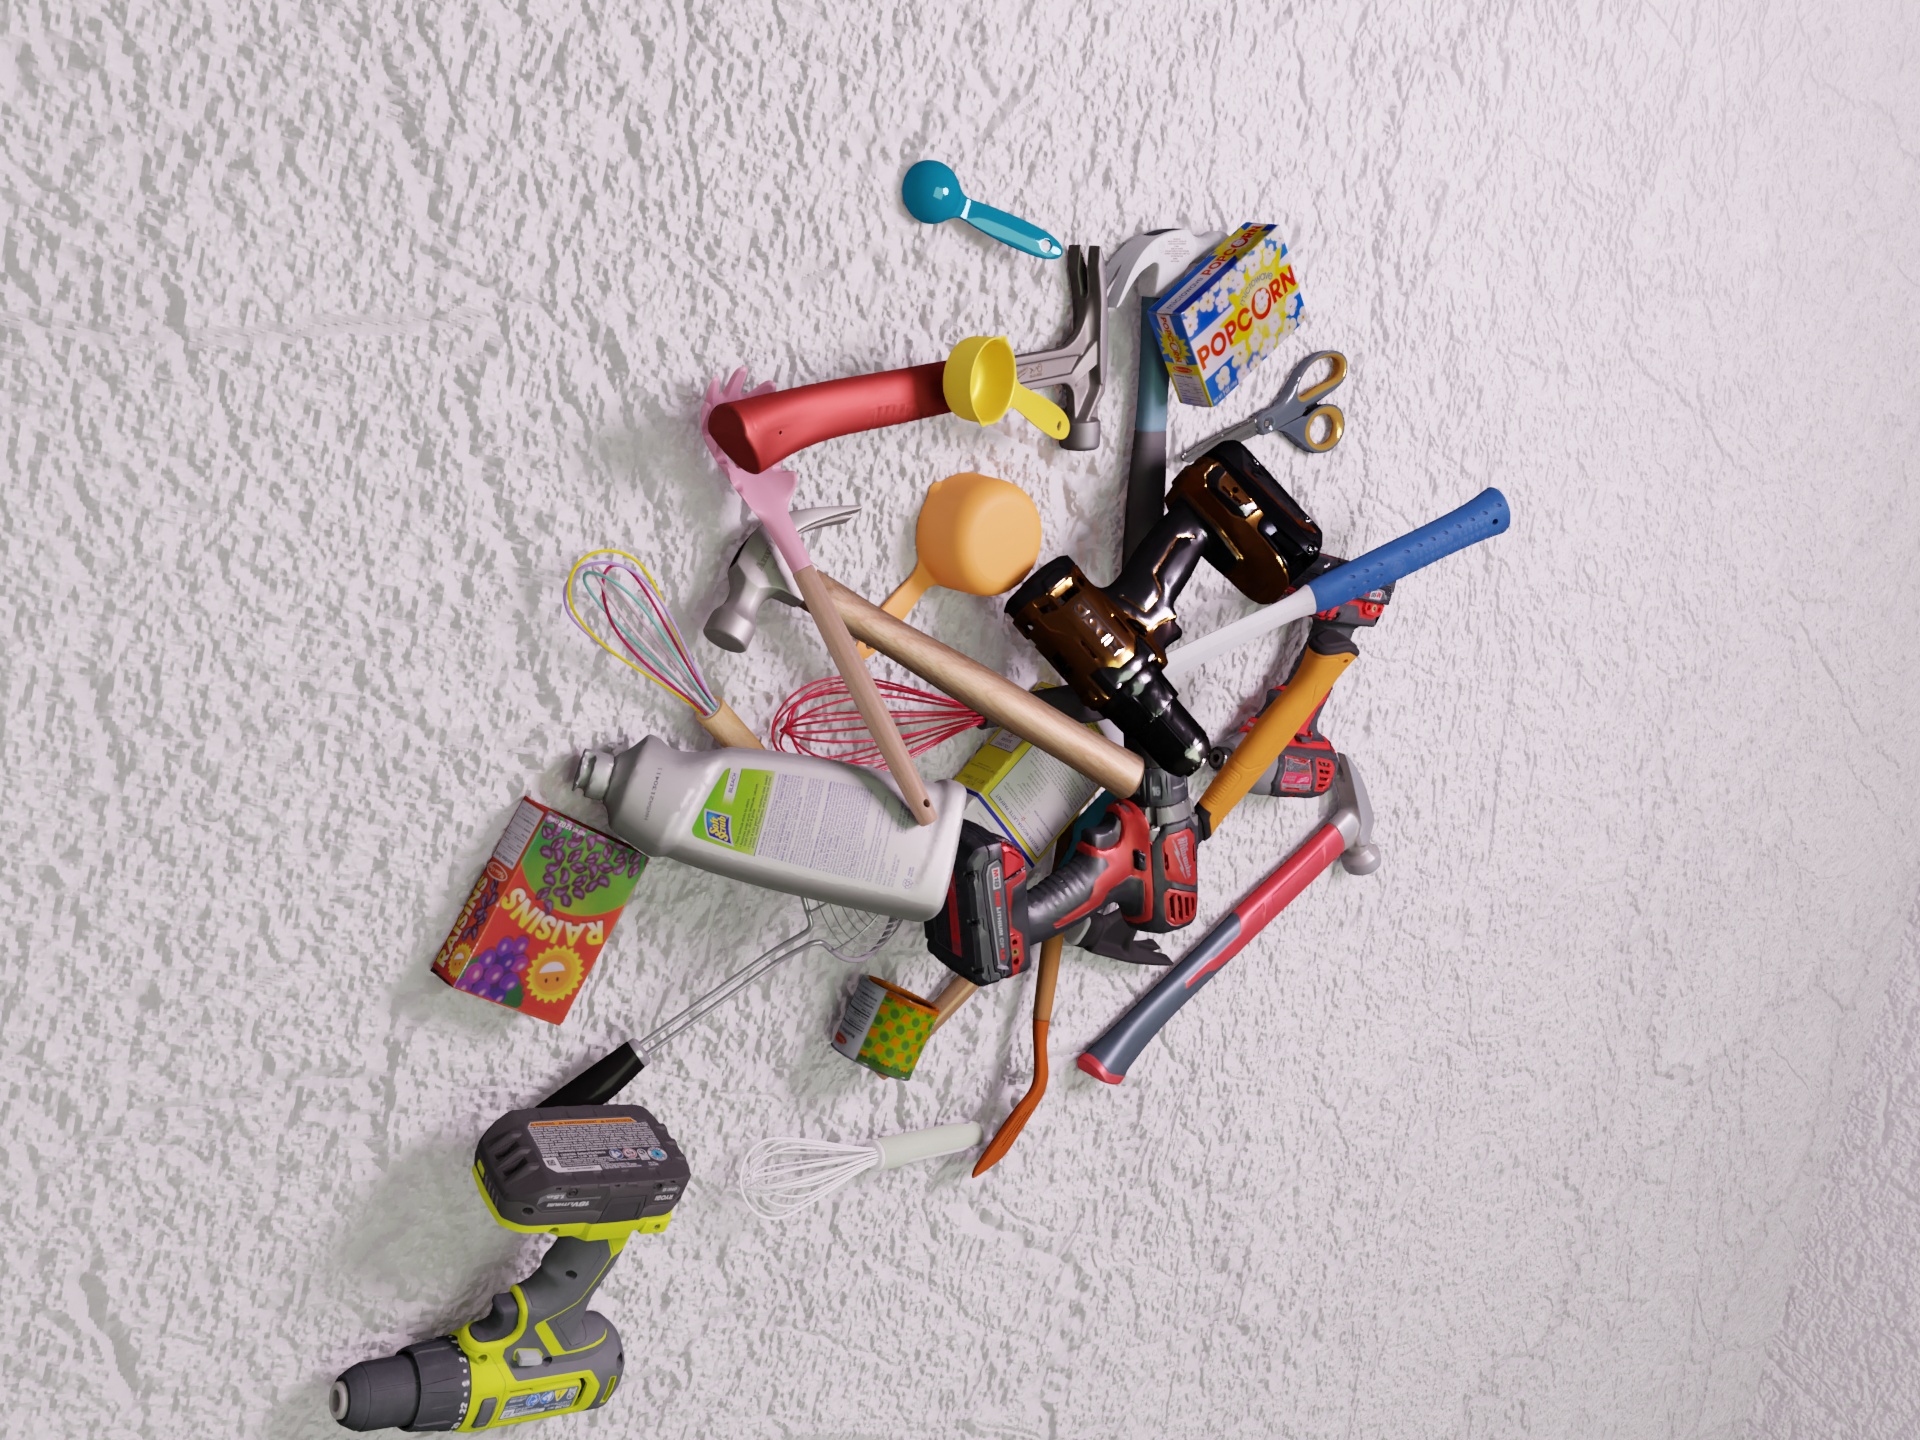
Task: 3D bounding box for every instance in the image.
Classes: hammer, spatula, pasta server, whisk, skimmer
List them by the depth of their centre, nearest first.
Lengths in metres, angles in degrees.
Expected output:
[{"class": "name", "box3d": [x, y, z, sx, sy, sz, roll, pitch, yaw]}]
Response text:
[{"class": "pasta server", "box3d": [-0.086, -0.075, 1.027, 0.060, 0.040, 0.316, -29, 95, -36]}, {"class": "whisk", "box3d": [-0.173, -0.023, 1.042, 0.244, 0.051, 0.047, 54, 46, -41]}, {"class": "hammer", "box3d": [-0.020, -0.232, 1.070, 0.359, 0.037, 0.149, -22, 118, -43]}, {"class": "hammer", "box3d": [-0.008, -0.037, 1.100, 0.331, 0.031, 0.130, 30, 67, -19]}, {"class": "skimmer", "box3d": [-0.181, 0.182, 1.112, 0.363, 0.090, 0.127, -35, 120, -14]}, {"class": "whisk", "box3d": [-0.002, -0.004, 1.157, 0.295, 0.073, 0.073, -6, 108, -31]}, {"class": "whisk", "box3d": [-0.073, 0.342, 1.241, 0.246, 0.058, 0.059, 2, 72, -44]}, {"class": "hammer", "box3d": [0.150, -0.215, 1.251, 0.128, 0.033, 0.331, -11, 110, -37]}, {"class": "spatula", "box3d": [0.049, 0.168, 1.265, 0.317, 0.044, 0.082, -46, 113, -10]}, {"class": "hammer", "box3d": [0.278, -0.090, 1.303, 0.405, 0.035, 0.144, -25, 117, -13]}, {"class": "spatula", "box3d": [0.062, 0.221, 1.317, 0.081, 0.041, 0.322, 1, 98, -68]}, {"class": "hammer", "box3d": [0.221, 0.068, 1.324, 0.127, 0.034, 0.337, 21, 112, -41]}, {"class": "hammer", "box3d": [0.245, 0.184, 1.453, 0.386, 0.038, 0.143, -38, 123, -24]}]

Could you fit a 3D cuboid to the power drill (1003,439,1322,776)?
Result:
[{"class": "power drill", "box3d": [0.169, -0.082, 1.186, 0.226, 0.084, 0.185, -39, 86, -22]}]

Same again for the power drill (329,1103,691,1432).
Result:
[{"class": "power drill", "box3d": [-0.287, 0.366, 1.032, 0.190, 0.080, 0.228, 10, 112, -42]}]

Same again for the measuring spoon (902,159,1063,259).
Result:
[{"class": "measuring spoon", "box3d": [0.020, -0.346, 1.091, 0.128, 0.021, 0.042, 17, 91, -26]}]

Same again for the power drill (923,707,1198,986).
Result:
[{"class": "power drill", "box3d": [0.083, 0.089, 1.193, 0.226, 0.080, 0.187, -14, 108, -29]}]

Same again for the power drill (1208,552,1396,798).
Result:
[{"class": "power drill", "box3d": [0.292, -0.038, 1.398, 0.143, 0.079, 0.219, 5, 103, -40]}]

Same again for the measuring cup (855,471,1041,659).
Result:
[{"class": "measuring cup", "box3d": [-0.008, -0.103, 1.144, 0.174, 0.052, 0.095, -50, 129, -18]}]

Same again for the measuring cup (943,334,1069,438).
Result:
[{"class": "measuring cup", "box3d": [0.033, -0.221, 1.096, 0.156, 0.029, 0.062, 13, 92, -62]}]
